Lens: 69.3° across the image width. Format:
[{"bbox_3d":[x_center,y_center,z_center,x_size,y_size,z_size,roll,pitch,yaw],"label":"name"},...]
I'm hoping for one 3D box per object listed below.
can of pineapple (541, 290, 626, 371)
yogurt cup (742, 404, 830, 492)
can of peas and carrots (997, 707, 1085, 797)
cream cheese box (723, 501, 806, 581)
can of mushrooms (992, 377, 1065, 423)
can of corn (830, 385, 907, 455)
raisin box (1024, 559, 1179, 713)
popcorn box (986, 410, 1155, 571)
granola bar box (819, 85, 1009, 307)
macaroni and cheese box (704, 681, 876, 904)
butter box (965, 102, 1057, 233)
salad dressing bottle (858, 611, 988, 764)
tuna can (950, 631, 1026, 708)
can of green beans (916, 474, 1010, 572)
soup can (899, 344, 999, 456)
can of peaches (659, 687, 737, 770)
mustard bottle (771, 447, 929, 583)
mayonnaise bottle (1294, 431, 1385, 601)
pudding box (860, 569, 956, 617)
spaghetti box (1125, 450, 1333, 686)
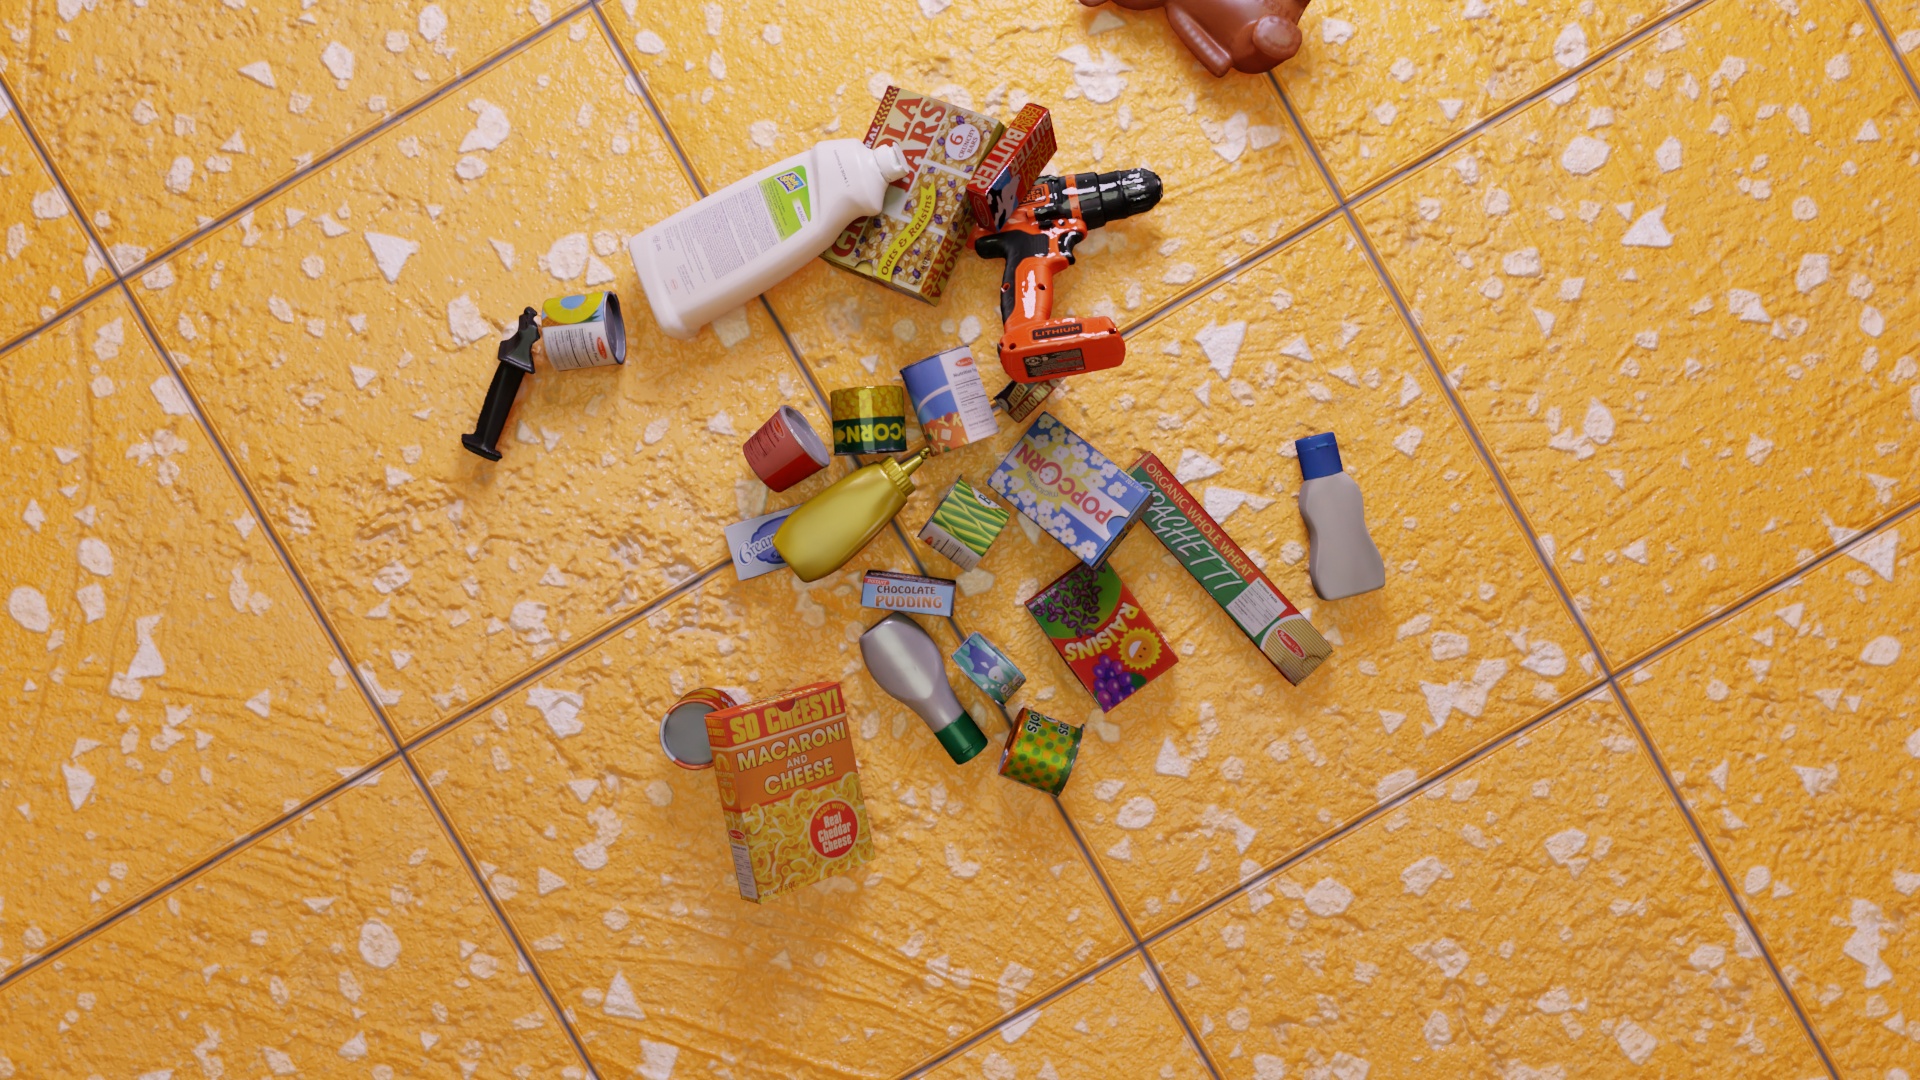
[{"bbox_3d":[-0.335,-0.187,1.238,0.058,0.071,0.071,-7,93,1],"label":"can of pineapple"},{"bbox_3d":[-0.157,-0.079,1.243,0.054,0.072,0.072,-36,92,10],"label":"yogurt cup"},{"bbox_3d":[0.072,0.188,1.251,0.059,0.071,0.071,21,93,0],"label":"can of peas and carrots"},{"bbox_3d":[-0.159,-0.003,1.264,0.104,0.024,0.053,-17,91,0],"label":"cream cheese box"},{"bbox_3d":[0.062,-0.137,1.236,0.071,0.071,0.033,-44,94,2],"label":"can of mushrooms"},{"bbox_3d":[-0.081,-0.107,1.237,0.071,0.071,0.058,-4,92,0],"label":"can of corn"},{"bbox_3d":[0.127,0.082,1.261,0.086,0.040,0.123,-36,91,1],"label":"raisin box"},{"bbox_3d":[0.098,-0.044,1.236,0.127,0.038,0.085,40,91,20],"label":"popcorn box"},{"bbox_3d":[-0.043,-0.304,1.219,0.124,0.039,0.165,26,92,28],"label":"granola bar box"},{"bbox_3d":[-0.149,0.221,1.234,0.124,0.040,0.166,-13,93,-37],"label":"macaroni and cheese box"},{"bbox_3d":[0.045,-0.320,1.193,0.024,0.053,0.104,26,73,24],"label":"butter box"},{"bbox_3d":[-0.032,0.135,1.261,0.064,0.044,0.147,-36,93,1],"label":"salad dressing bottle"},{"bbox_3d":[0.027,0.116,1.247,0.071,0.071,0.033,43,92,-2],"label":"tuna can"},{"bbox_3d":[0.003,-0.014,1.243,0.058,0.071,0.071,35,92,-2],"label":"can of green beans"},{"bbox_3d":[-0.012,-0.123,1.240,0.071,0.071,0.083,-20,93,1],"label":"soup can"},{"bbox_3d":[-0.232,0.169,1.254,0.071,0.058,0.071,0,92,1],"label":"can of peaches"},{"bbox_3d":[-0.089,-0.029,1.227,0.160,0.049,0.065,-37,94,-2],"label":"mustard bottle"},{"bbox_3d":[0.337,-0.023,1.256,0.065,0.041,0.148,-14,91,-1],"label":"mayonnaise bottle"},{"bbox_3d":[-0.046,0.048,1.254,0.084,0.050,0.030,7,95,0],"label":"pudding box"},{"bbox_3d":[0.237,0.024,1.263,0.050,0.029,0.250,-43,92,2],"label":"spaghetti box"}]
